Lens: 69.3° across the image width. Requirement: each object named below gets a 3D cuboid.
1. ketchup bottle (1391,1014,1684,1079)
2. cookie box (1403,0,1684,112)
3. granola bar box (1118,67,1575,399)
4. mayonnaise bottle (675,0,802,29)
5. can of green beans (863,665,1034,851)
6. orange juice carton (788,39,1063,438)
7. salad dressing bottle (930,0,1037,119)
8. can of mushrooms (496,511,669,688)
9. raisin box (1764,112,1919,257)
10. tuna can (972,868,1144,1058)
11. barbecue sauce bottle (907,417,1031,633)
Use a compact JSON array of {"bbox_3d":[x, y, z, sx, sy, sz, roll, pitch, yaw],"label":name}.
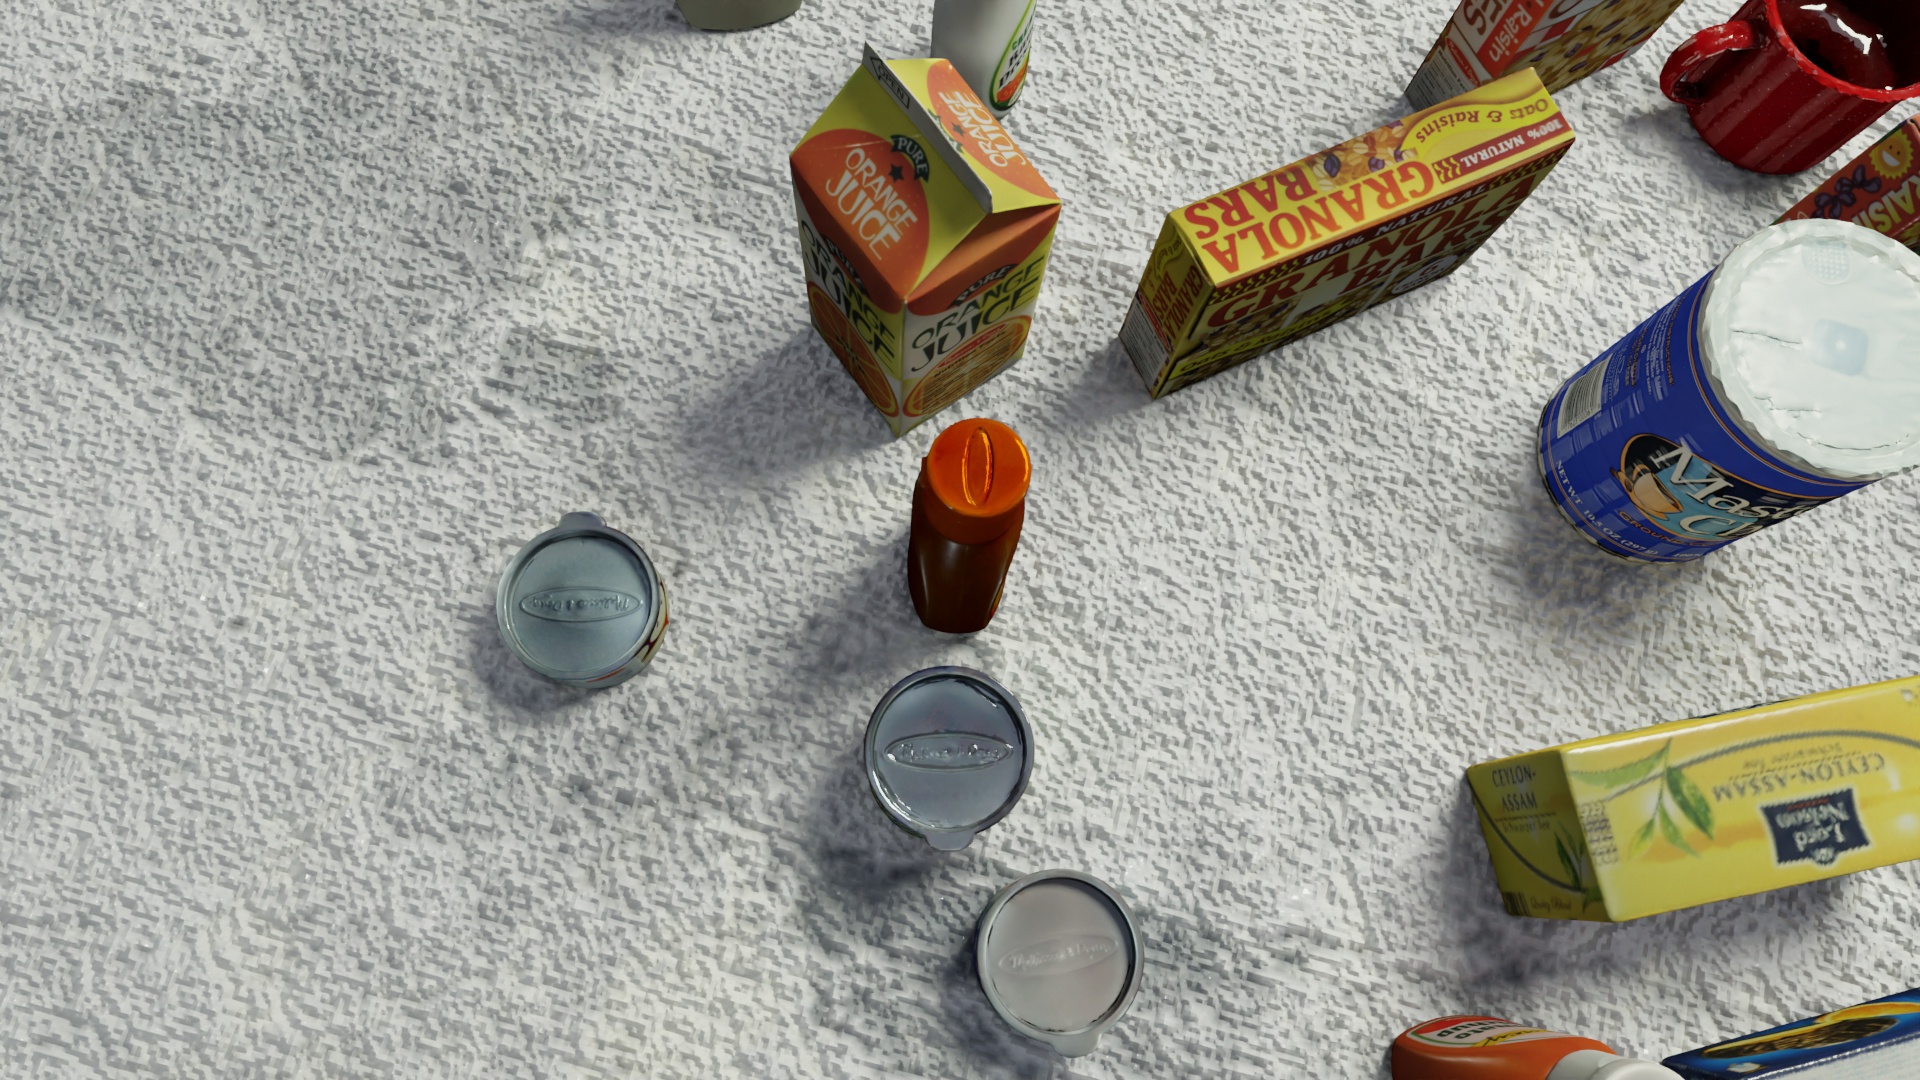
[{"bbox_3d":[0.209,0.198,0.496,0.065,0.148,0.043,-3,76,-4],"label":"ketchup bottle"},{"bbox_3d":[0.285,-0.253,0.612,0.123,0.167,0.040,-28,79,-10],"label":"cookie box"},{"bbox_3d":[0.158,-0.126,0.593,0.166,0.124,0.039,-23,78,-9],"label":"granola bar box"},{"bbox_3d":[-0.104,-0.284,0.609,0.065,0.147,0.041,-11,76,-6],"label":"mayonnaise bottle"},{"bbox_3d":[-0.006,0.088,0.561,0.071,0.057,0.071,1,75,-3],"label":"can of green beans"},{"bbox_3d":[-0.015,-0.115,0.545,0.073,0.192,0.072,-35,80,-11],"label":"orange juice carton"},{"bbox_3d":[0.012,-0.240,0.604,0.044,0.147,0.064,24,76,3],"label":"salad dressing bottle"},{"bbox_3d":[-0.157,0.026,0.582,0.071,0.033,0.071,1,75,-3],"label":"can of mushrooms"},{"bbox_3d":[0.422,-0.151,0.615,0.086,0.123,0.040,-17,77,-7],"label":"raisin box"},{"bbox_3d":[0.039,0.168,0.555,0.071,0.032,0.071,1,75,-3],"label":"tuna can"},{"bbox_3d":[0.002,-0.007,0.540,0.044,0.148,0.065,3,75,-2],"label":"barbecue sauce bottle"}]
